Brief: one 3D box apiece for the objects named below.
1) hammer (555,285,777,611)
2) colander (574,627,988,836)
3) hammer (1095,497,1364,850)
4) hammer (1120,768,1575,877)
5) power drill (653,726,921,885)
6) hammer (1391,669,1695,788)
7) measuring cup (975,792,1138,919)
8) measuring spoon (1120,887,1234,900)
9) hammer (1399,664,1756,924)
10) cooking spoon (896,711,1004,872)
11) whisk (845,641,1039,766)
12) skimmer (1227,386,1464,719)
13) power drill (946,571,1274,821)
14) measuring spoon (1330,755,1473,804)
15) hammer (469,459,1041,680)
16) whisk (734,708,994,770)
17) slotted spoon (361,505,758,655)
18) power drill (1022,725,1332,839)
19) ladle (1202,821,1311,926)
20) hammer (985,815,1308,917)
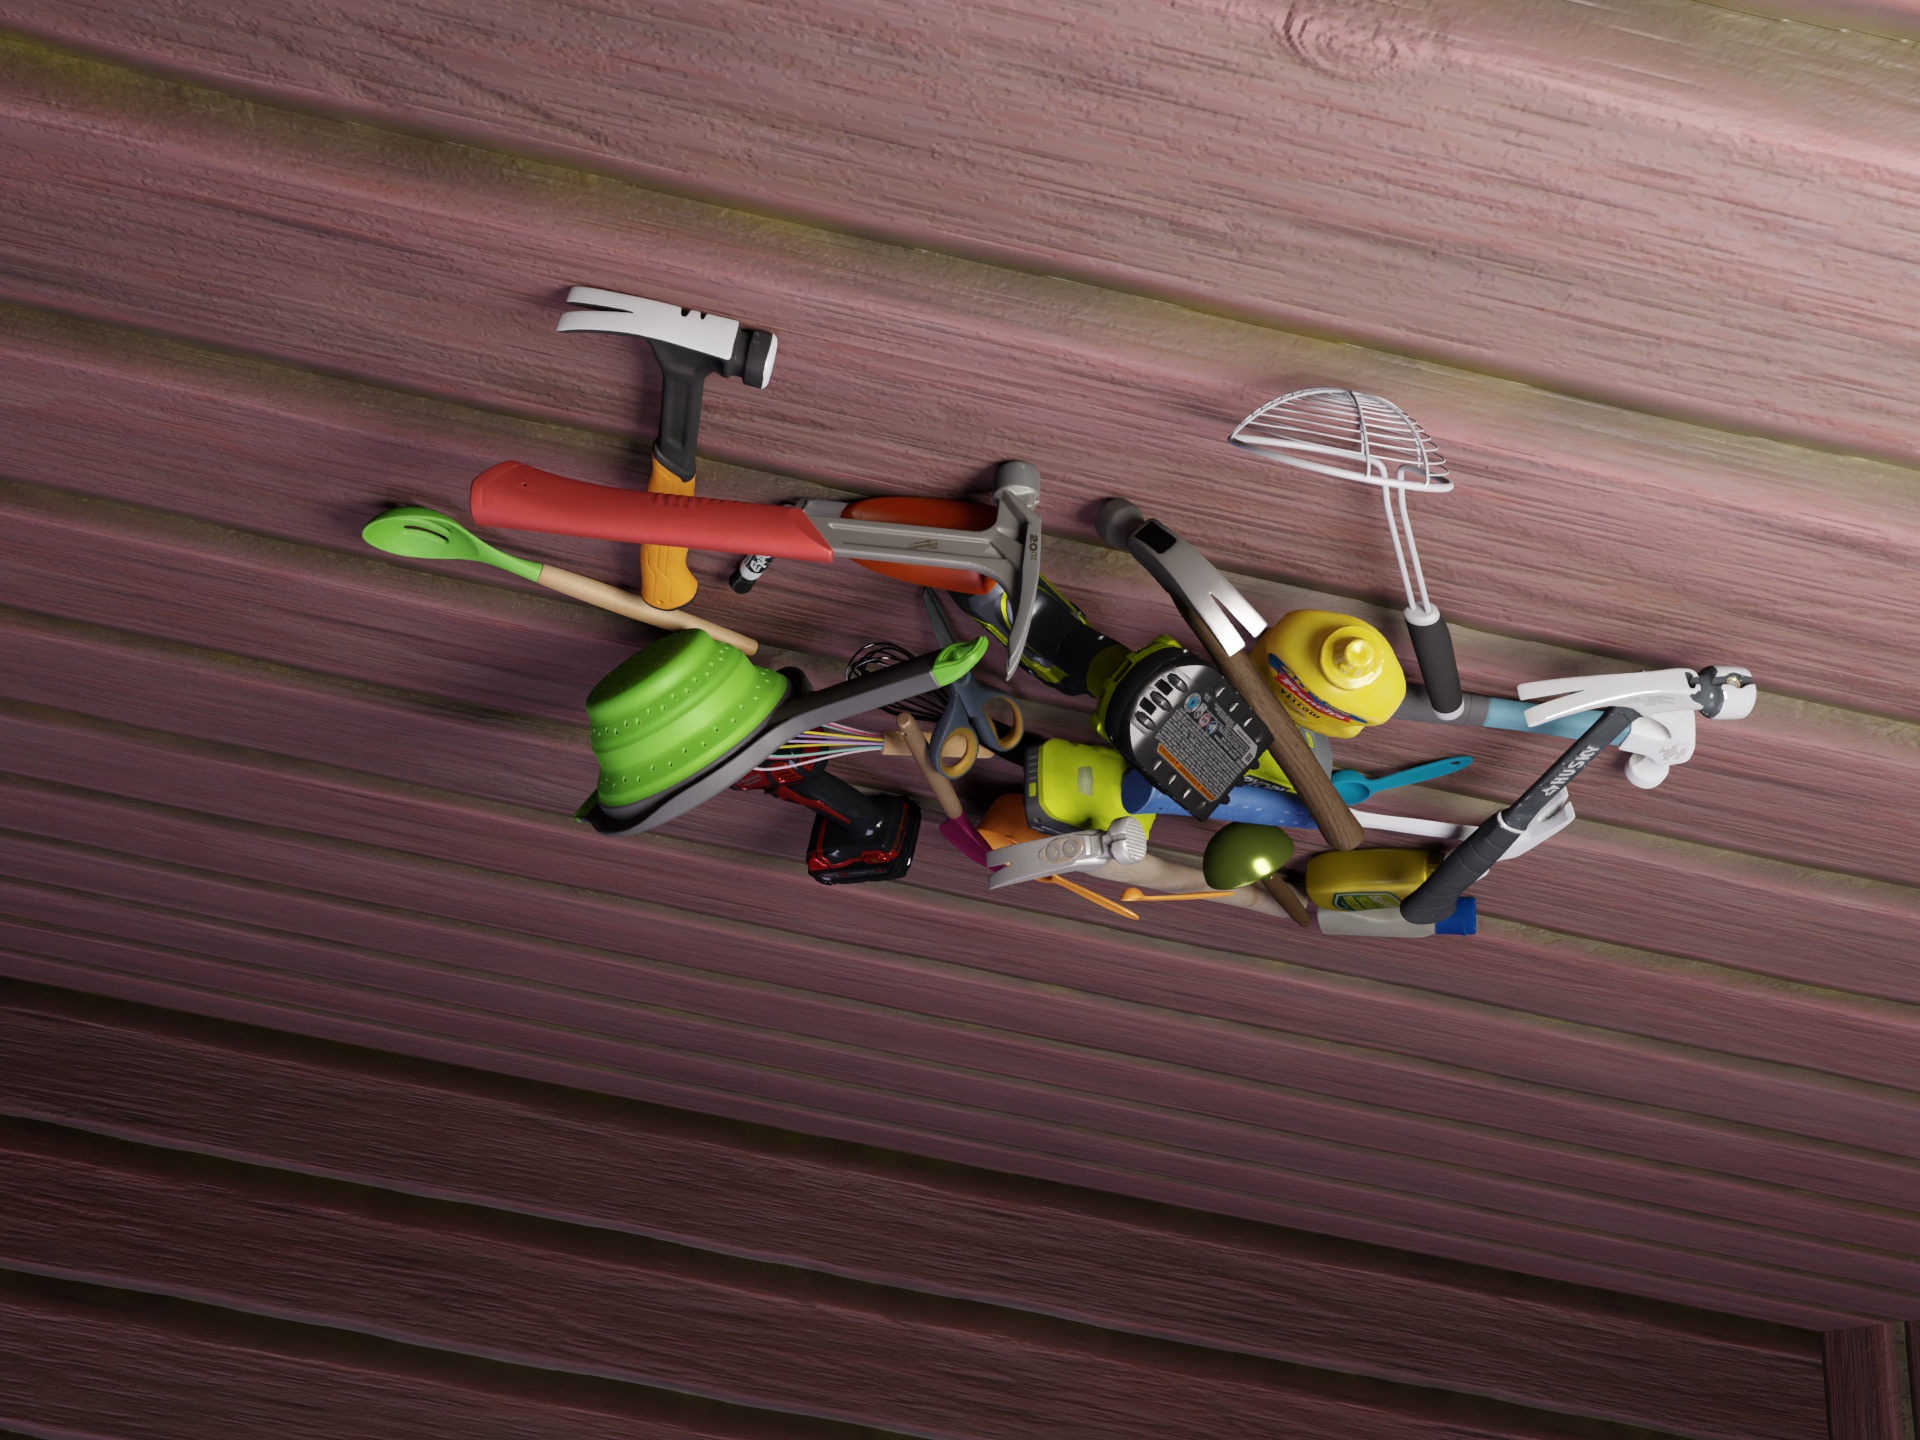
[{"bbox_3d":[-0.204,-0.166,1.080,0.127,0.034,0.336,13,154,-7],"label":"hammer"},{"bbox_3d":[-0.159,-0.027,1.201,0.397,0.205,0.094,-17,114,33],"label":"colander"},{"bbox_3d":[0.204,-0.013,1.087,0.331,0.031,0.130,50,179,-37],"label":"hammer"},{"bbox_3d":[0.308,0.073,1.254,0.405,0.035,0.144,8,148,-29],"label":"hammer"},{"bbox_3d":[-0.164,0.073,1.503,0.188,0.080,0.226,-9,145,33],"label":"power drill"},{"bbox_3d":[0.377,-0.008,1.187,0.331,0.033,0.128,8,155,6],"label":"hammer"},{"bbox_3d":[0.098,0.125,1.477,0.174,0.052,0.095,27,162,15],"label":"measuring cup"},{"bbox_3d":[0.188,0.148,1.368,0.116,0.011,0.021,1,167,-28],"label":"measuring spoon"},{"bbox_3d":[0.420,0.070,1.200,0.149,0.036,0.408,0,152,-8],"label":"hammer"},{"bbox_3d":[-0.010,0.069,1.394,0.069,0.017,0.318,26,163,24],"label":"cooking spoon"},{"bbox_3d":[-0.002,-0.005,1.323,0.055,0.055,0.238,-15,149,41],"label":"whisk"},{"bbox_3d":[0.264,-0.080,0.994,0.127,0.090,0.362,23,161,36],"label":"skimmer"},{"bbox_3d":[0.102,-0.029,1.088,0.171,0.080,0.223,40,180,-43],"label":"power drill"},{"bbox_3d":[0.360,0.042,1.319,0.128,0.021,0.042,-18,143,29],"label":"measuring spoon"},{"bbox_3d":[-0.129,-0.113,1.003,0.359,0.149,0.036,6,152,1],"label":"hammer"},{"bbox_3d":[-0.089,0.017,1.363,0.245,0.051,0.047,3,132,-15],"label":"whisk"},{"bbox_3d":[-0.306,-0.106,1.249,0.313,0.031,0.070,19,153,-21],"label":"slotted spoon"},{"bbox_3d":[0.157,0.036,1.285,0.190,0.080,0.228,18,154,-38],"label":"power drill"},{"bbox_3d":[0.280,0.152,1.407,0.078,0.062,0.319,-25,153,13],"label":"ladle"},{"bbox_3d":[0.193,0.146,1.437,0.146,0.038,0.410,-16,159,34],"label":"hammer"}]
